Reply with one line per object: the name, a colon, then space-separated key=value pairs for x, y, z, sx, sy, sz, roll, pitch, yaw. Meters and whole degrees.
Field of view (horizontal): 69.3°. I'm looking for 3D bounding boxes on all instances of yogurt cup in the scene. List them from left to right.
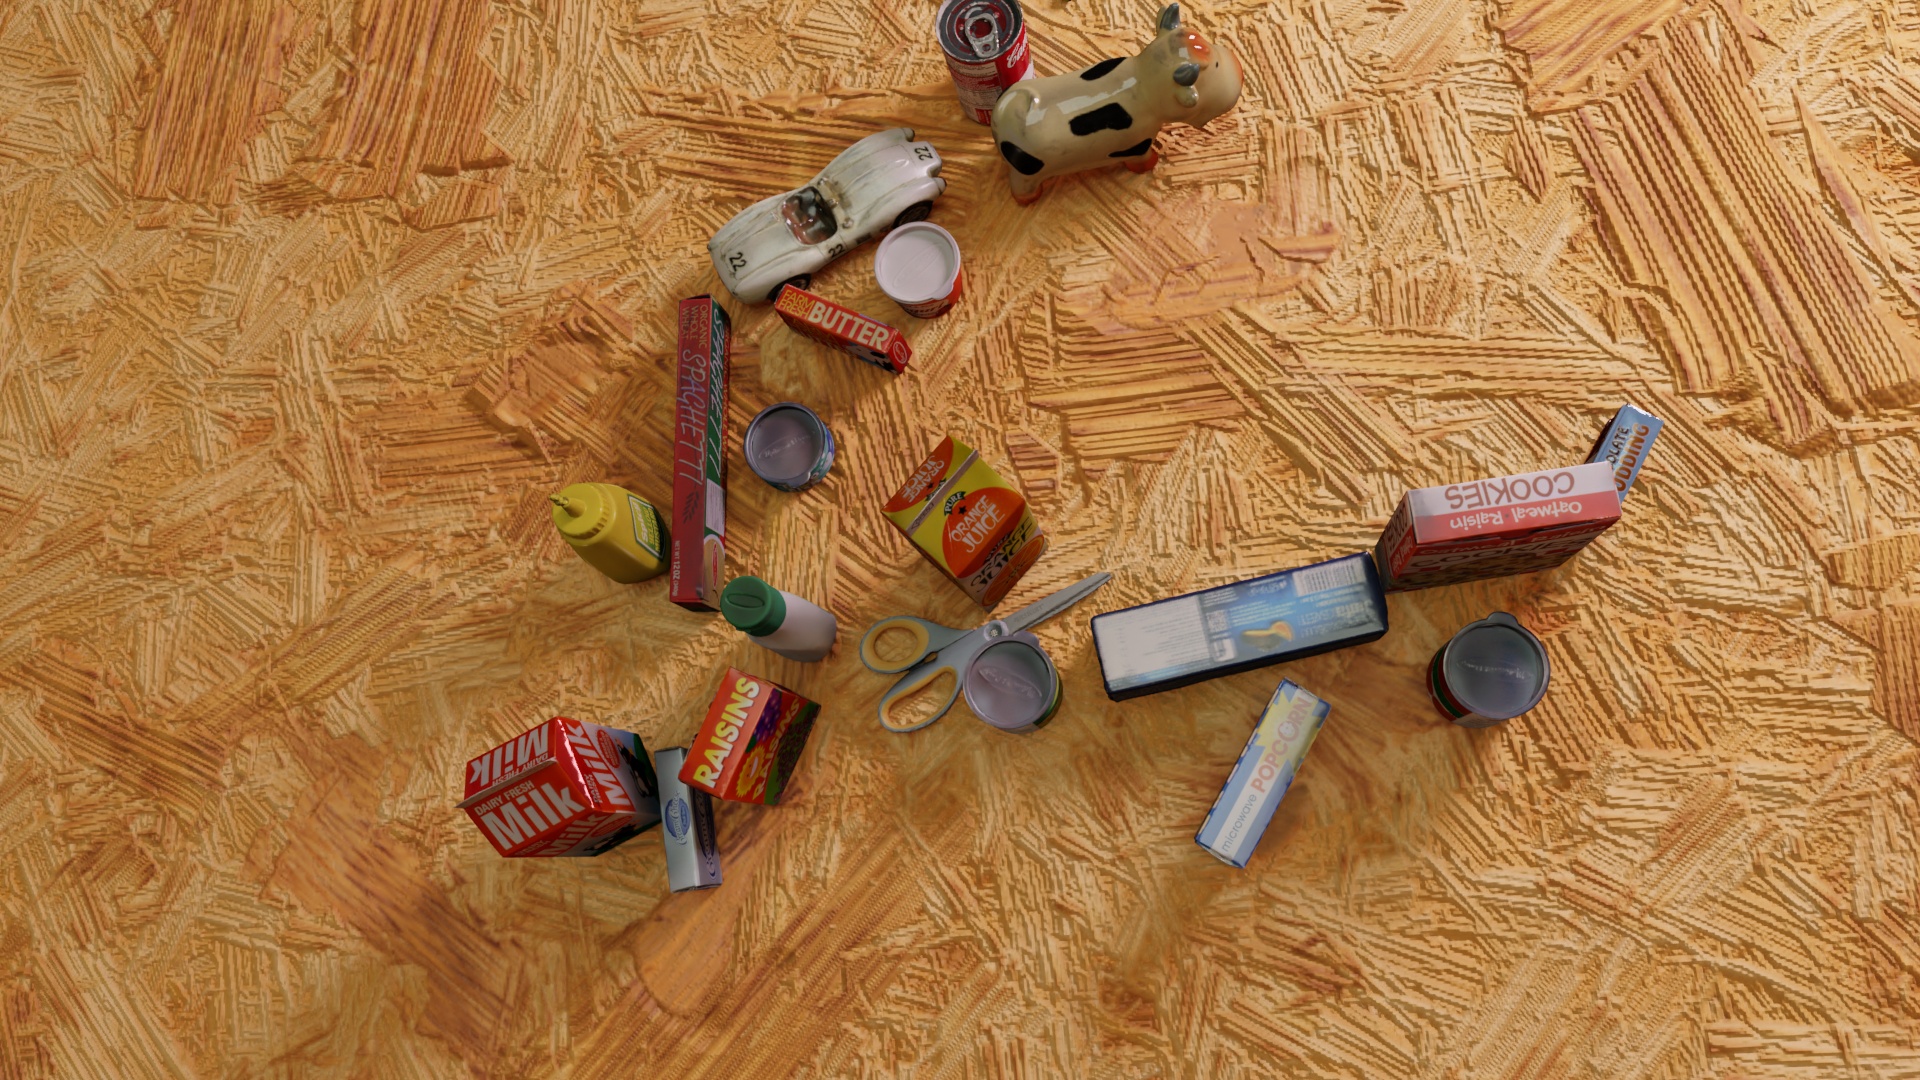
yogurt cup: x=-0.030 y=-0.209 z=1.094 sx=0.072 sy=0.054 sz=0.072 roll=-2 pitch=77 yaw=9

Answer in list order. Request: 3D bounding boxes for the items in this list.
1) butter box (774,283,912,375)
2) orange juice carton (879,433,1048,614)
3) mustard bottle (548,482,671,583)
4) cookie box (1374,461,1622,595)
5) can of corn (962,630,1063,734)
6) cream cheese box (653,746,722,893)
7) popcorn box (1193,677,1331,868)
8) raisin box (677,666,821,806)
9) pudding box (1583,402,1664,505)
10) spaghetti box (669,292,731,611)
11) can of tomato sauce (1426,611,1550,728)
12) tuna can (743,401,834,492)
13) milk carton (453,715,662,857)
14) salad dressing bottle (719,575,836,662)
butter box: x=-0.093 y=-0.166 z=1.095 sx=0.103 sy=0.053 sz=0.024 roll=24 pitch=83 yaw=14
orange juice carton: x=0.003 y=-0.012 z=0.970 sx=0.073 sy=0.192 sz=0.072 roll=41 pitch=87 yaw=16
mustard bottle: x=-0.263 y=-0.010 z=1.032 sx=0.049 sy=0.160 sz=0.065 roll=-17 pitch=75 yaw=6
cookie box: x=0.350 y=-0.004 z=0.922 sx=0.123 sy=0.167 sz=0.040 roll=-9 pitch=76 yaw=8
can of corn: x=0.040 y=0.103 z=1.006 sx=0.071 sy=0.058 sz=0.071 roll=-2 pitch=77 yaw=9
cream cheese box: x=-0.201 y=0.206 z=1.026 sx=0.024 sy=0.053 sz=0.104 roll=-12 pitch=75 yaw=7
popcorn box: x=0.205 y=0.161 z=0.951 sx=0.038 sy=0.085 sz=0.127 roll=29 pitch=83 yaw=15
raisin box: x=-0.149 y=0.142 z=0.996 sx=0.040 sy=0.123 sz=0.086 roll=23 pitch=82 yaw=14
pudding box: x=0.456 y=-0.050 z=0.976 sx=0.030 sy=0.049 sz=0.084 roll=29 pitch=83 yaw=15
spaghetti box: x=-0.203 y=-0.069 z=1.093 sx=0.029 sy=0.050 sz=0.250 roll=-3 pitch=76 yaw=9
can of tomato sauce: x=0.356 y=0.090 z=0.943 sx=0.071 sy=0.083 sz=0.071 roll=-2 pitch=77 yaw=9
tuna can: x=-0.133 y=-0.070 z=1.090 sx=0.071 sy=0.033 sz=0.071 roll=-2 pitch=77 yaw=9
milk carton: x=-0.278 y=0.175 z=0.975 sx=0.072 sy=0.190 sz=0.073 roll=-28 pitch=74 yaw=3
salad dressing bottle: x=-0.132 y=0.057 z=1.000 sx=0.064 sy=0.147 sz=0.044 roll=9 pitch=79 yaw=12
